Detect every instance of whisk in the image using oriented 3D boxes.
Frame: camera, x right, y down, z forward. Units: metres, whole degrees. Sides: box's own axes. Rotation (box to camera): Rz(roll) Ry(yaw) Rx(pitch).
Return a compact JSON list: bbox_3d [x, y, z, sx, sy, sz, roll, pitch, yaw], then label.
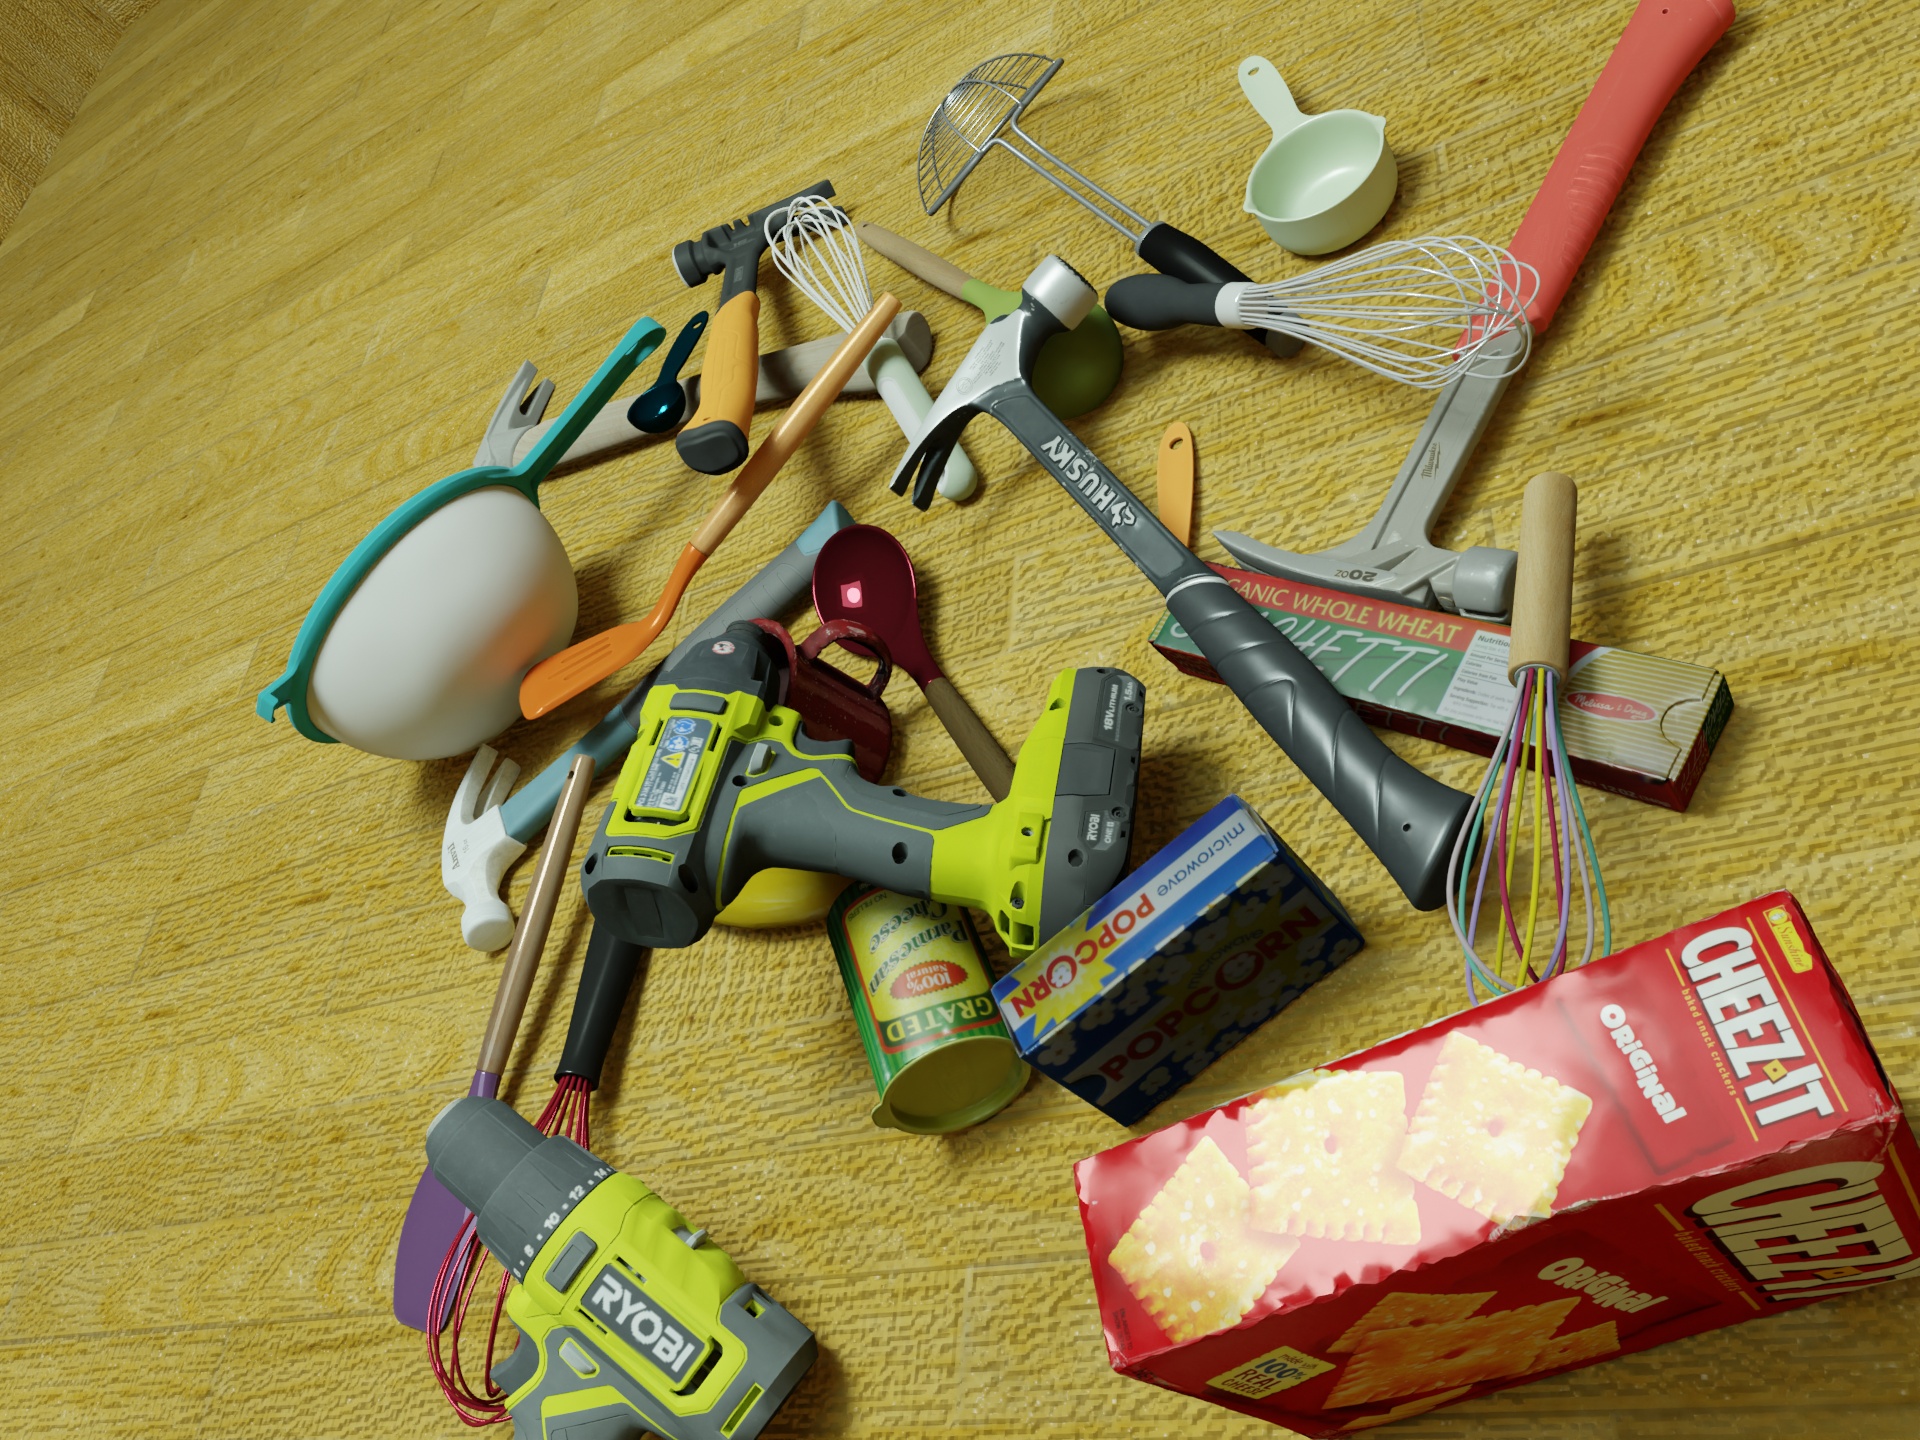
[{"bbox_3d":[-0.201,0.201,0.805,0.073,0.073,0.296,-16,46,29],"label":"whisk"},{"bbox_3d":[0.157,-0.197,0.761,0.070,0.070,0.285,-55,33,-7],"label":"whisk"},{"bbox_3d":[0.213,0.000,0.584,0.051,0.047,0.245,-8,50,34],"label":"whisk"},{"bbox_3d":[-0.052,-0.225,0.951,0.247,0.059,0.057,61,144,25],"label":"whisk"}]

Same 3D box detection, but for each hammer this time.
[{"bbox_3d":[0.259,-0.207,0.744,0.149,0.036,0.359,18,74,44],"label":"hammer"},{"bbox_3d":[0.093,-0.065,0.725,0.149,0.036,0.409,-47,47,14],"label":"hammer"},{"bbox_3d":[-0.136,-0.253,1.015,0.127,0.034,0.337,-19,36,11],"label":"hammer"},{"bbox_3d":[-0.186,-0.009,0.954,0.331,0.033,0.128,-41,45,7],"label":"hammer"},{"bbox_3d":[-0.191,-0.229,1.110,0.411,0.038,0.146,-7,56,34],"label":"hammer"}]

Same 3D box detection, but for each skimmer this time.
[{"bbox_3d":[0.090,-0.296,0.943,0.127,0.090,0.364,-48,54,8],"label":"skimmer"}]

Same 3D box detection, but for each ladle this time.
[{"bbox_3d":[0.001,-0.262,0.986,0.078,0.062,0.320,-33,36,-7],"label":"ladle"},{"bbox_3d":[-0.001,-0.003,0.809,0.069,0.031,0.316,-55,43,19],"label":"ladle"}]

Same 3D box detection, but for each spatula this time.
[{"bbox_3d":[-0.252,0.168,0.873,0.060,0.018,0.316,0,68,37],"label":"spatula"},{"bbox_3d":[-0.146,-0.125,0.933,0.322,0.041,0.081,-51,26,7],"label":"spatula"}]

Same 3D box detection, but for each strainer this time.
[{"bbox_3d":[-0.270,-0.098,1.001,0.095,0.211,0.340,38,87,8],"label":"strainer"}]

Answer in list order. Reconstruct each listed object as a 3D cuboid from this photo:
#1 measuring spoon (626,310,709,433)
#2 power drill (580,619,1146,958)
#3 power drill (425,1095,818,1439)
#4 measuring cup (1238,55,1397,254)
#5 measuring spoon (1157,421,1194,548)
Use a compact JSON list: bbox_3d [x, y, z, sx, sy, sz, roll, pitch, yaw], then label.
[{"bbox_3d":[-0.189,-0.235,1.080,0.042,0.021,0.129,-10,44,25],"label":"measuring spoon"},{"bbox_3d":[-0.035,0.026,0.699,0.223,0.080,0.171,6,47,7],"label":"power drill"},{"bbox_3d":[-0.197,0.293,0.671,0.190,0.080,0.228,36,88,11],"label":"power drill"},{"bbox_3d":[0.187,-0.315,0.875,0.083,0.038,0.168,-30,45,18],"label":"measuring cup"},{"bbox_3d":[0.112,-0.109,0.810,0.021,0.011,0.117,-19,47,29],"label":"measuring spoon"}]
